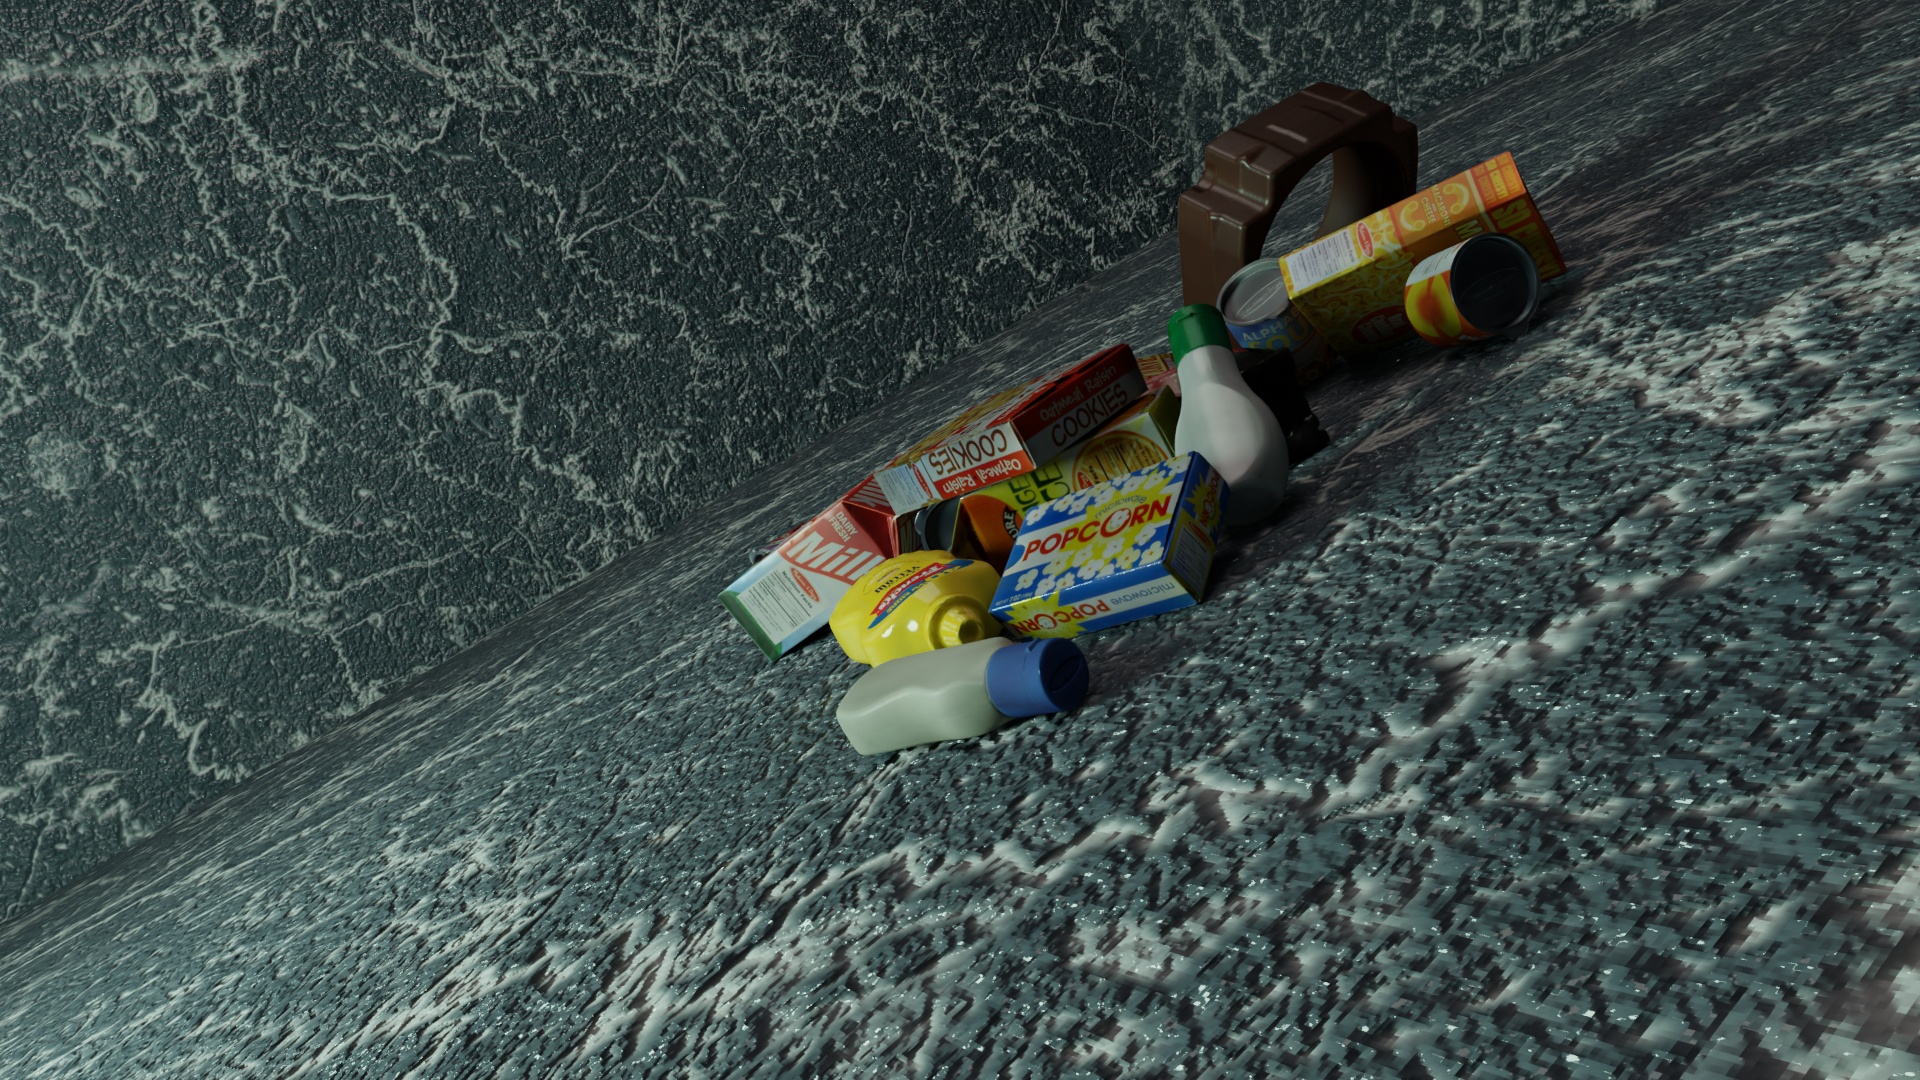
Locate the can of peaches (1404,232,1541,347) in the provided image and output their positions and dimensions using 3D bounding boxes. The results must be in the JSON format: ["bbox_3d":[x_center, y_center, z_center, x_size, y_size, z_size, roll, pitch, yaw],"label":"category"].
[{"bbox_3d":[0.338,-0.162,0.918,0.071,0.071,0.058,-31,5,-12],"label":"can of peaches"}]

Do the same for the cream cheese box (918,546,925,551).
[{"bbox_3d":[0.000,-0.010,1.186,0.053,0.024,0.103,-37,13,-37],"label":"cream cheese box"}]

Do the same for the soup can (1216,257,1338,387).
[{"bbox_3d":[0.247,-0.165,1.072,0.071,0.083,0.072,-25,43,26],"label":"soup can"}]

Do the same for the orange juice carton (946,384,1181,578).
[{"bbox_3d":[0.071,-0.030,0.966,0.192,0.073,0.072,-24,11,26],"label":"orange juice carton"}]

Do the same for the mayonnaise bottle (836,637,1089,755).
[{"bbox_3d":[0.001,0.079,0.722,0.147,0.041,0.065,-16,18,46],"label":"mayonnaise bottle"}]

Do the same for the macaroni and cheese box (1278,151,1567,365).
[{"bbox_3d":[0.330,-0.197,0.991,0.166,0.040,0.123,-23,-29,27],"label":"macaroni and cheese box"}]

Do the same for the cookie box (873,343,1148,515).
[{"bbox_3d":[0.033,-0.077,0.970,0.123,0.040,0.167,-36,12,-35],"label":"cookie box"}]

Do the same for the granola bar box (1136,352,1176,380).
[{"bbox_3d":[0.146,-0.136,1.285,0.124,0.039,0.166,-10,13,7],"label":"granola bar box"}]

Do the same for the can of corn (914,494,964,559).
[{"bbox_3d":[0.004,-0.013,1.069,0.071,0.071,0.058,-26,10,13],"label":"can of corn"}]

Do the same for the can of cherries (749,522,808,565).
[{"bbox_3d":[-0.154,0.023,1.303,0.058,0.071,0.071,-34,12,-30],"label":"can of cherries"}]

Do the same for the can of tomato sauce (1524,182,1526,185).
[{"bbox_3d":[0.392,-0.229,1.056,0.083,0.071,0.071,-15,14,18],"label":"can of tomato sauce"}]

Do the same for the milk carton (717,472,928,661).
[{"bbox_3d":[-0.097,0.012,1.115,0.190,0.073,0.073,-35,7,28],"label":"milk carton"}]

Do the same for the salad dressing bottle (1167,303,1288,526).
[{"bbox_3d":[0.155,-0.079,0.836,0.064,0.044,0.148,-27,49,26],"label":"salad dressing bottle"}]

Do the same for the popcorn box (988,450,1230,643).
[{"bbox_3d":[0.084,0.006,0.781,0.126,0.038,0.085,-19,36,41],"label":"popcorn box"}]
